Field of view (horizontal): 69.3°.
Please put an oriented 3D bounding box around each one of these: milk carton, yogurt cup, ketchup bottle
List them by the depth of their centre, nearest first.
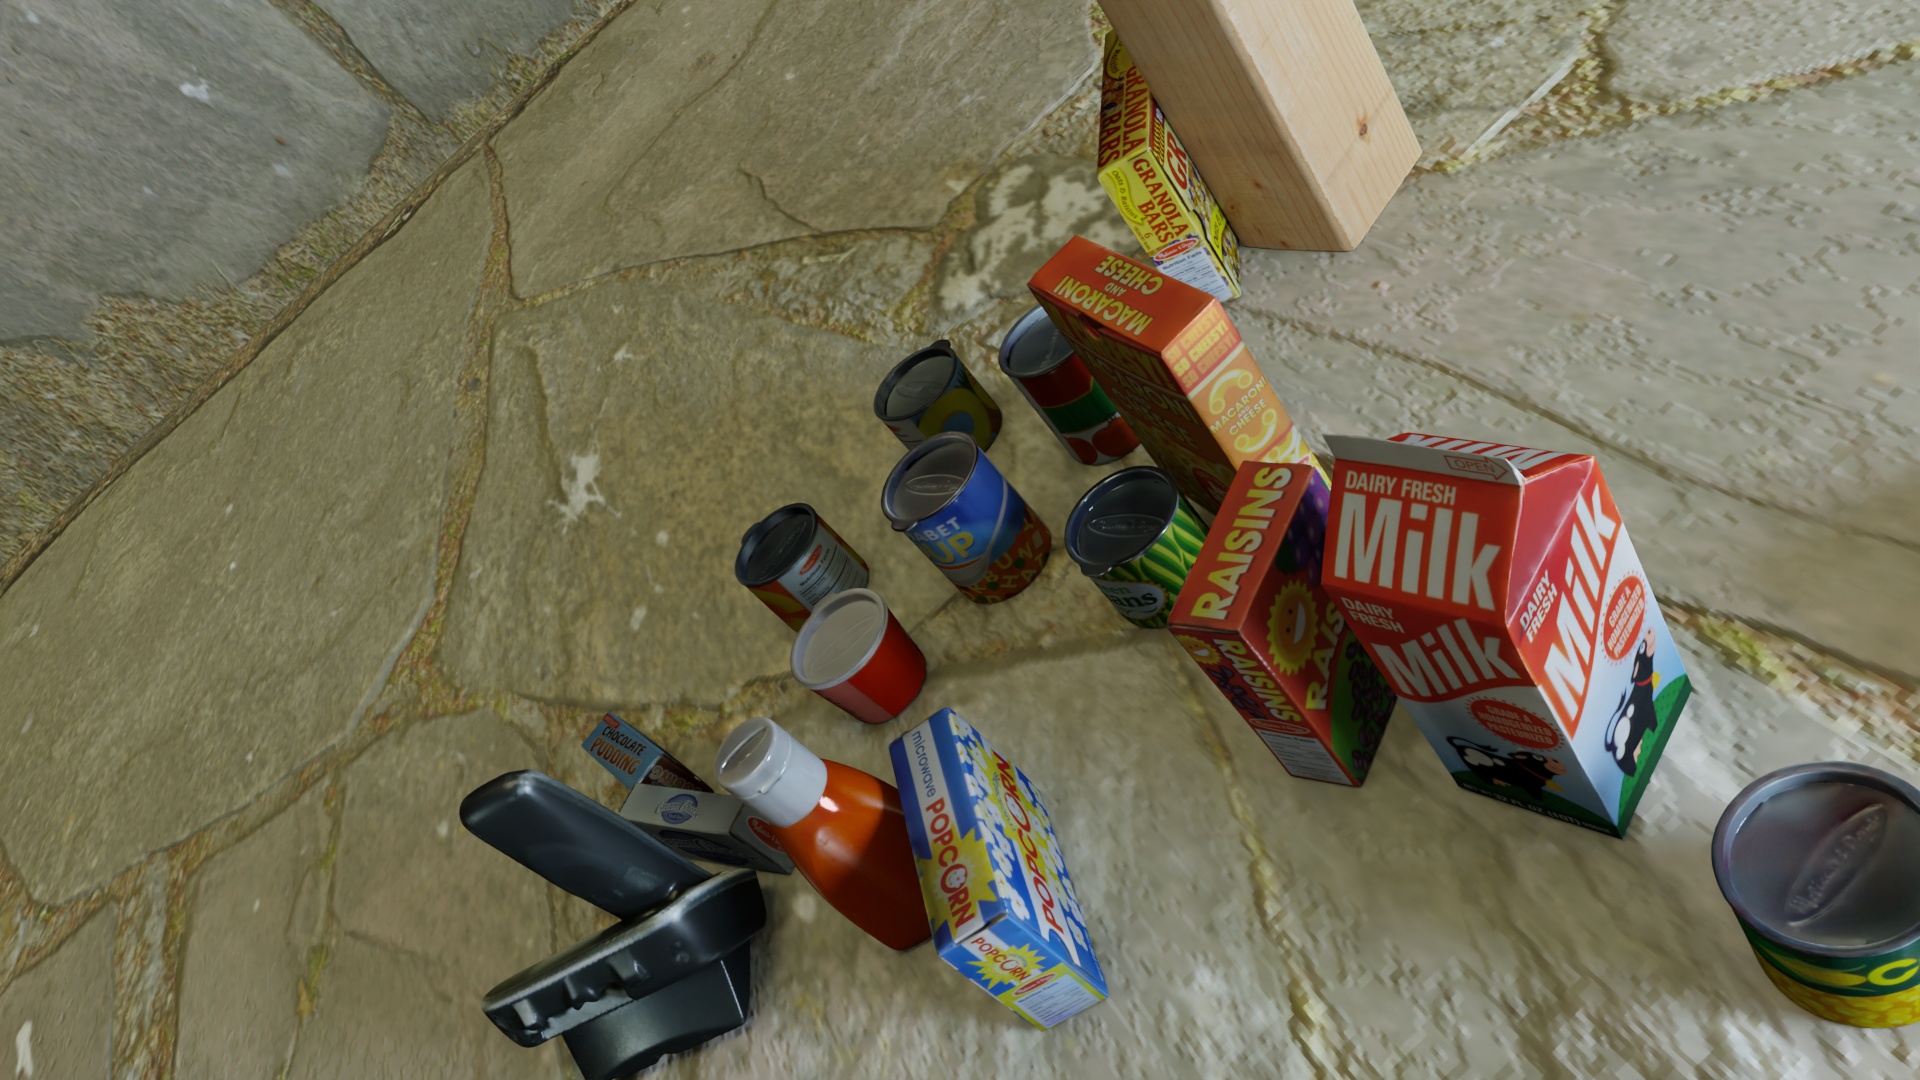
[{"bbox_3d":[0.196,0.025,0.504,0.072,0.190,0.073,13,63,49],"label":"milk carton"},{"bbox_3d":[-0.055,0.137,0.656,0.065,0.148,0.043,-44,36,-2],"label":"ketchup bottle"},{"bbox_3d":[-0.057,0.070,0.805,0.072,0.053,0.073,-25,40,23],"label":"yogurt cup"}]

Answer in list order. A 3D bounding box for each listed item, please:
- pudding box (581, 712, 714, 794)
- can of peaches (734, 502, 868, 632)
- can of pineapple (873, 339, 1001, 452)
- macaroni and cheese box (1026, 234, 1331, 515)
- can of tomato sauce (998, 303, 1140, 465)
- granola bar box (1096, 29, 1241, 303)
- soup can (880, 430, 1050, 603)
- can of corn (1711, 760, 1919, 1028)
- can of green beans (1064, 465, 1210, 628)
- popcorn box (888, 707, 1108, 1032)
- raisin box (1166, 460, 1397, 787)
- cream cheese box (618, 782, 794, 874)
[{"bbox_3d":[-0.195,0.141,0.863,0.084,0.049,0.030,20,68,50],"label":"pudding box"},{"bbox_3d":[-0.103,0.018,0.897,0.071,0.058,0.071,-25,40,23],"label":"can of peaches"},{"bbox_3d":[-0.013,-0.088,0.922,0.071,0.057,0.071,-25,40,23],"label":"can of pineapple"},{"bbox_3d":[0.115,-0.066,0.691,0.040,0.166,0.124,-44,36,-2],"label":"macaroni and cheese box"},{"bbox_3d":[0.074,-0.096,0.829,0.071,0.083,0.071,-25,40,23],"label":"can of tomato sauce"},{"bbox_3d":[0.135,-0.242,0.887,0.039,0.124,0.166,-20,42,28],"label":"granola bar box"},{"bbox_3d":[0.003,-0.010,0.807,0.071,0.083,0.072,-25,40,23],"label":"soup can"},{"bbox_3d":[0.285,0.115,0.443,0.071,0.058,0.071,-25,40,23],"label":"can of corn"},{"bbox_3d":[0.097,0.004,0.728,0.071,0.057,0.071,-25,40,23],"label":"can of green beans"},{"bbox_3d":[0.015,0.147,0.635,0.038,0.085,0.127,-34,37,11],"label":"popcorn box"},{"bbox_3d":[0.146,0.037,0.595,0.040,0.123,0.086,5,57,45],"label":"raisin box"},{"bbox_3d":[-0.142,0.164,0.789,0.103,0.053,0.024,-3,52,41],"label":"cream cheese box"}]
